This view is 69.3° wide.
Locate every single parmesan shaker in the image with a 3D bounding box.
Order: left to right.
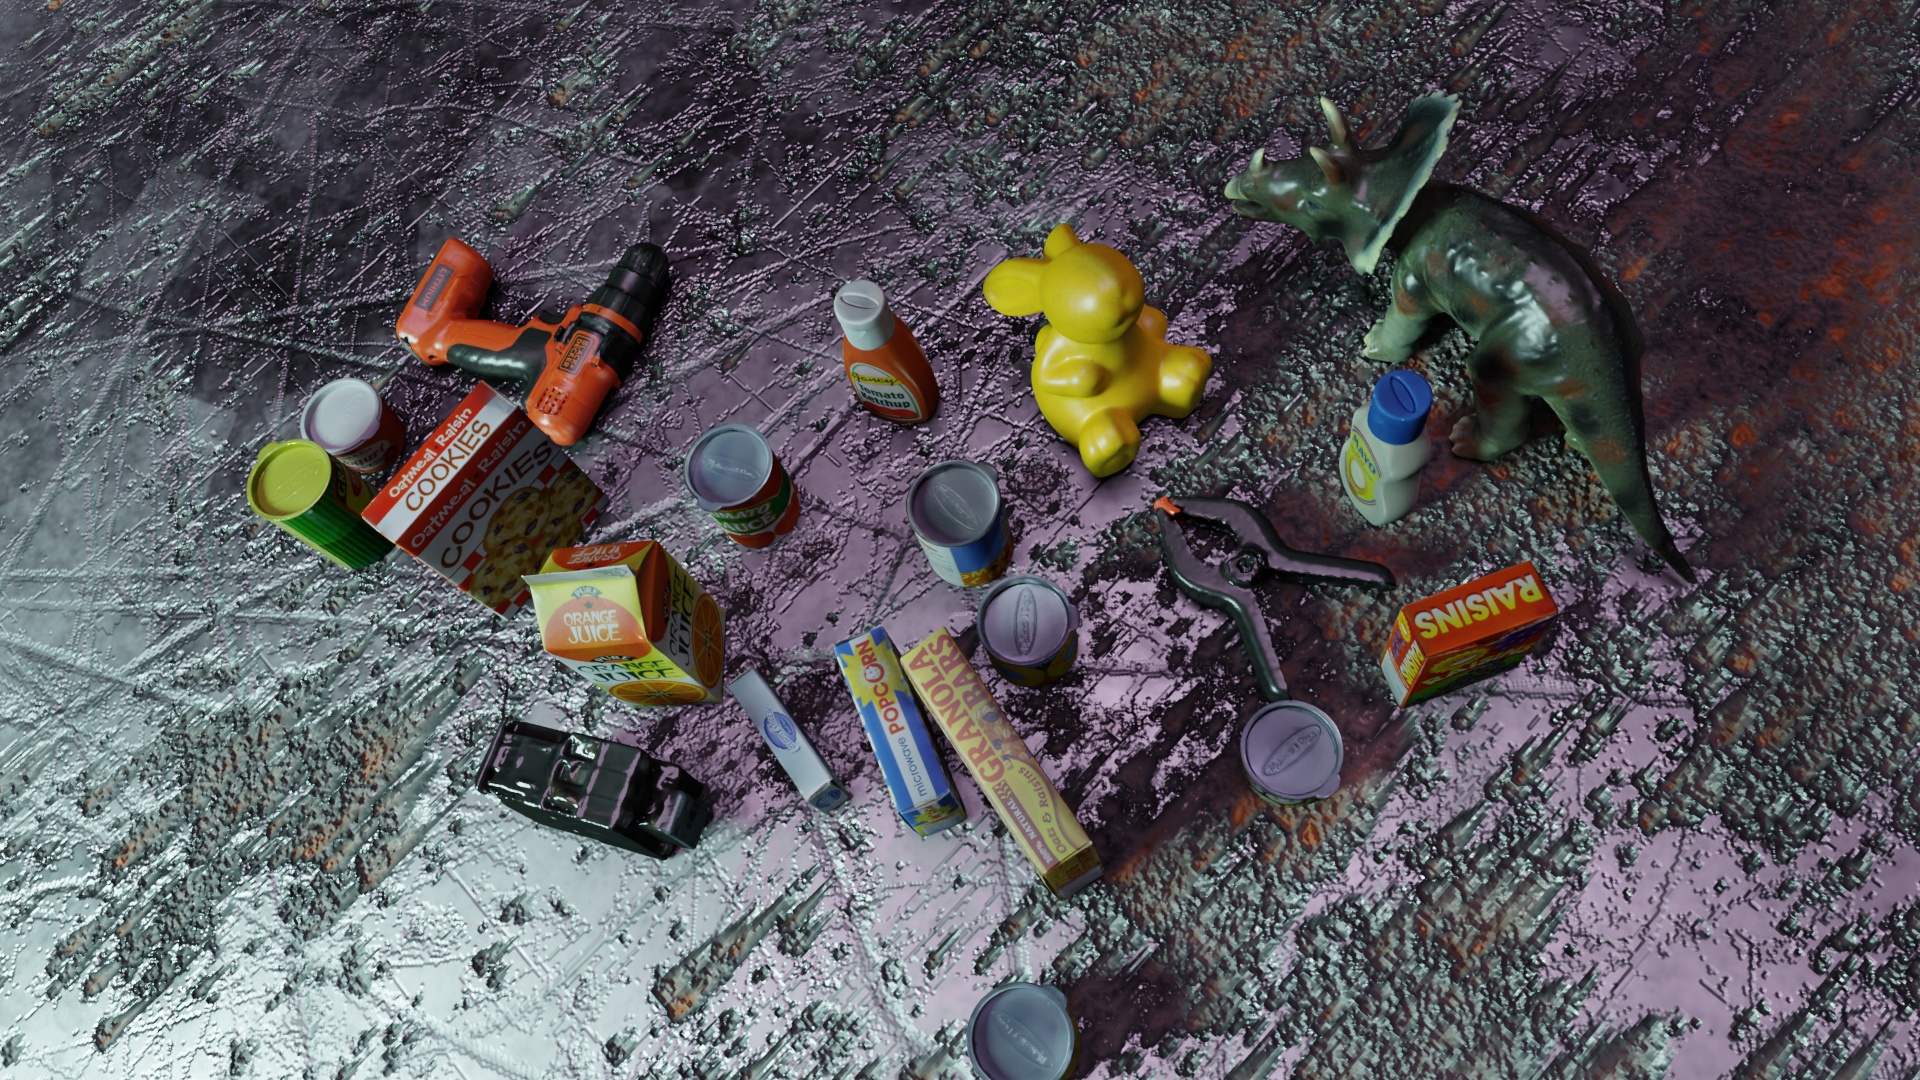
[{"bbox_3d":[-0.488,-0.029,1.069,0.071,0.102,0.071,-3,68,8],"label":"parmesan shaker"}]

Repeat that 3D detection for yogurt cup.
[{"bbox_3d":[-0.487,-0.090,1.121,0.072,0.053,0.072,-3,68,8],"label":"yogurt cup"}]

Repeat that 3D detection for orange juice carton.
[{"bbox_3d":[-0.223,0.054,0.942,0.072,0.192,0.073,-4,68,8],"label":"orange juice carton"}]

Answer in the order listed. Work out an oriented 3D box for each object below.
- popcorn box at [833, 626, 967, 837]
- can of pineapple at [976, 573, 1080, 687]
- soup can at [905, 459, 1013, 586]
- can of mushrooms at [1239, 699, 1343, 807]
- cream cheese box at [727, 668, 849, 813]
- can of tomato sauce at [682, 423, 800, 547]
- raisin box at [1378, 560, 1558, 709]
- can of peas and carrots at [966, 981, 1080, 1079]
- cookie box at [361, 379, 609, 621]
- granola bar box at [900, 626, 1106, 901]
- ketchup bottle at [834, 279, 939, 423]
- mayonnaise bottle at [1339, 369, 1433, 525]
[{"bbox_3d":[-0.040,0.130,0.938,0.038,0.085,0.127,-24,66,0],"label":"popcorn box"},{"bbox_3d":[0.049,0.064,0.966,0.071,0.057,0.071,-3,68,8],"label":"can of pineapple"},{"bbox_3d":[0.004,-0.012,0.991,0.071,0.083,0.071,-3,68,8],"label":"soup can"},{"bbox_3d":[0.220,0.143,0.918,0.071,0.033,0.071,-3,67,8],"label":"can of mushrooms"},{"bbox_3d":[-0.119,0.140,0.965,0.024,0.053,0.104,-37,67,-6],"label":"cream cheese box"},{"bbox_3d":[-0.160,-0.037,1.029,0.071,0.083,0.071,-3,68,8],"label":"can of tomato sauce"},{"bbox_3d":[0.320,0.063,0.885,0.086,0.123,0.040,-19,66,1],"label":"raisin box"},{"bbox_3d":[0.042,0.309,0.866,0.071,0.058,0.071,-3,68,8],"label":"can of peas and carrots"},{"bbox_3d":[-0.338,-0.025,1.007,0.040,0.167,0.123,33,77,20],"label":"cookie box"},{"bbox_3d":[0.028,0.148,0.899,0.039,0.124,0.166,-34,67,-5],"label":"granola bar box"},{"bbox_3d":[-0.058,-0.138,1.017,0.065,0.148,0.043,14,71,15],"label":"ketchup bottle"},{"bbox_3d":[0.286,-0.064,0.930,0.041,0.147,0.065,-23,66,0],"label":"mayonnaise bottle"}]
